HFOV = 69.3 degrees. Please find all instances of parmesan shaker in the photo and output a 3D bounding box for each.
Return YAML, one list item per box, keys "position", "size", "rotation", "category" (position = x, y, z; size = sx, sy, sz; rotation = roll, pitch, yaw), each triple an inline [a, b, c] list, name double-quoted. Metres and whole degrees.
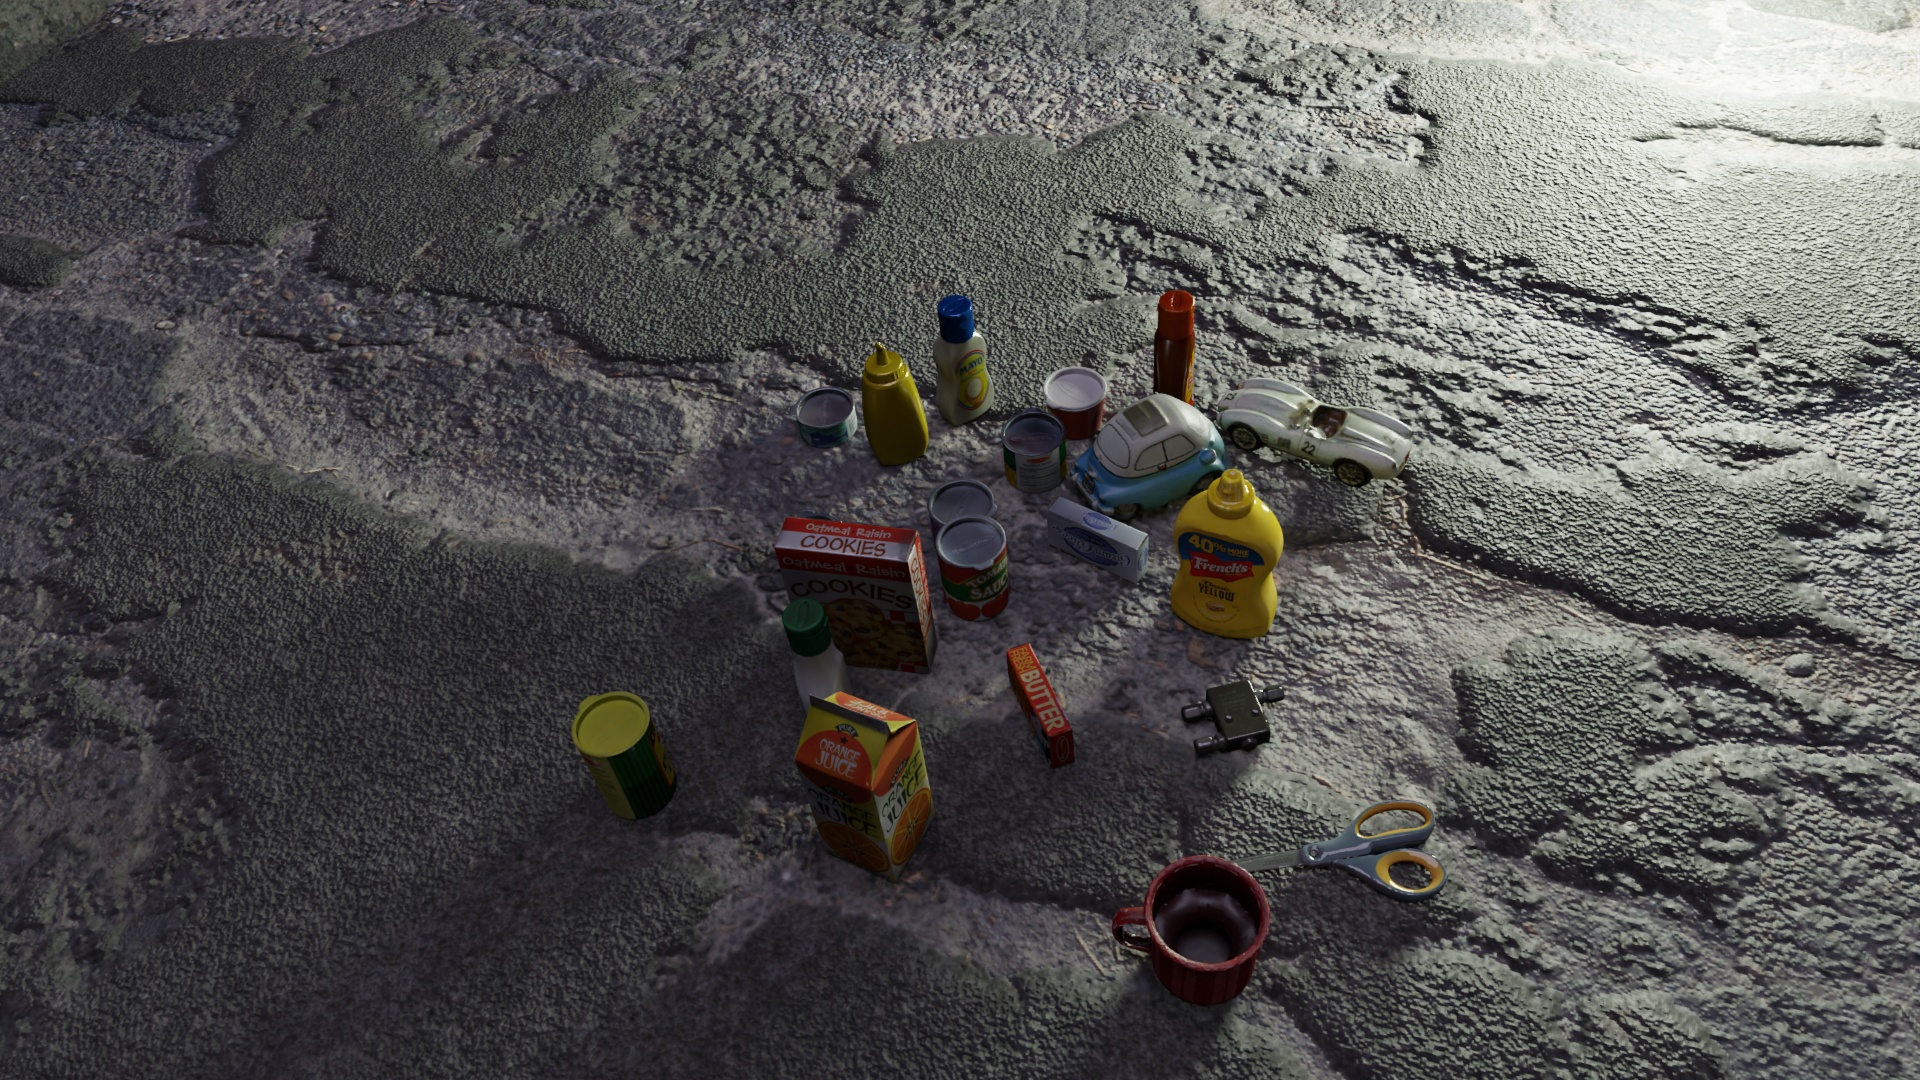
- position: [-0.292, 0.186, 1.208]
  size: [0.071, 0.102, 0.072]
  rotation: [-3, 48, 4]
  category: "parmesan shaker"

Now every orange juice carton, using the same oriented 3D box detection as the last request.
- position: [-0.077, 0.189, 1.120]
  size: [0.072, 0.191, 0.073]
  rotation: [18, 53, 22]
  category: "orange juice carton"

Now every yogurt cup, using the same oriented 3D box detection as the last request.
- position: [0.123, -0.145, 1.487]
  size: [0.072, 0.053, 0.073]
  rotation: [-3, 48, 4]
  category: "yogurt cup"

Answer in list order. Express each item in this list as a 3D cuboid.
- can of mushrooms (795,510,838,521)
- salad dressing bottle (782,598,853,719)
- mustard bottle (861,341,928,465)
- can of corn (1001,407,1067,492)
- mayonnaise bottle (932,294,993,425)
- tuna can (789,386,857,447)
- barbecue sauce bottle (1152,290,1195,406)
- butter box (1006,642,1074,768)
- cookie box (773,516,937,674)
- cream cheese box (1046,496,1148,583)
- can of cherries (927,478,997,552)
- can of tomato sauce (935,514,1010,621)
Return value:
- position: [-0.148, 0.005, 1.399]
  size: [0.071, 0.033, 0.071]
  rotation: [-3, 48, 4]
  category: "can of mushrooms"
- position: [-0.126, 0.110, 1.226]
  size: [0.044, 0.146, 0.064]
  rotation: [1, 49, 8]
  category: "salad dressing bottle"
- position: [-0.072, -0.148, 1.442]
  size: [0.065, 0.159, 0.049]
  rotation: [-16, 49, -7]
  category: "mustard bottle"
- position: [0.077, -0.094, 1.444]
  size: [0.071, 0.058, 0.071]
  rotation: [-3, 48, 4]
  category: "can of corn"
- position: [0.000, -0.193, 1.482]
  size: [0.065, 0.147, 0.041]
  rotation: [-33, 53, -21]
  category: "mayonnaise bottle"
- position: [-0.150, -0.135, 1.524]
  size: [0.071, 0.032, 0.071]
  rotation: [-3, 48, 4]
  category: "tuna can"
- position: [0.224, -0.193, 1.455]
  size: [0.044, 0.147, 0.065]
  rotation: [5, 49, 11]
  category: "barbecue sauce bottle"
- position: [0.070, 0.146, 1.234]
  size: [0.024, 0.052, 0.104]
  rotation: [-18, 49, -9]
  category: "butter box"
- position: [-0.092, 0.051, 1.262]
  size: [0.123, 0.166, 0.040]
  rotation: [6, 50, 12]
  category: "cookie box"
- position: [0.134, -0.001, 1.357]
  size: [0.104, 0.053, 0.024]
  rotation: [25, 56, 26]
  category: "cream cheese box"
- position: [0.005, -0.017, 1.384]
  size: [0.071, 0.058, 0.072]
  rotation: [-3, 48, 4]
  category: "can of cherries"
- position: [0.014, 0.028, 1.326]
  size: [0.071, 0.082, 0.071]
  rotation: [-3, 48, 4]
  category: "can of tomato sauce"
